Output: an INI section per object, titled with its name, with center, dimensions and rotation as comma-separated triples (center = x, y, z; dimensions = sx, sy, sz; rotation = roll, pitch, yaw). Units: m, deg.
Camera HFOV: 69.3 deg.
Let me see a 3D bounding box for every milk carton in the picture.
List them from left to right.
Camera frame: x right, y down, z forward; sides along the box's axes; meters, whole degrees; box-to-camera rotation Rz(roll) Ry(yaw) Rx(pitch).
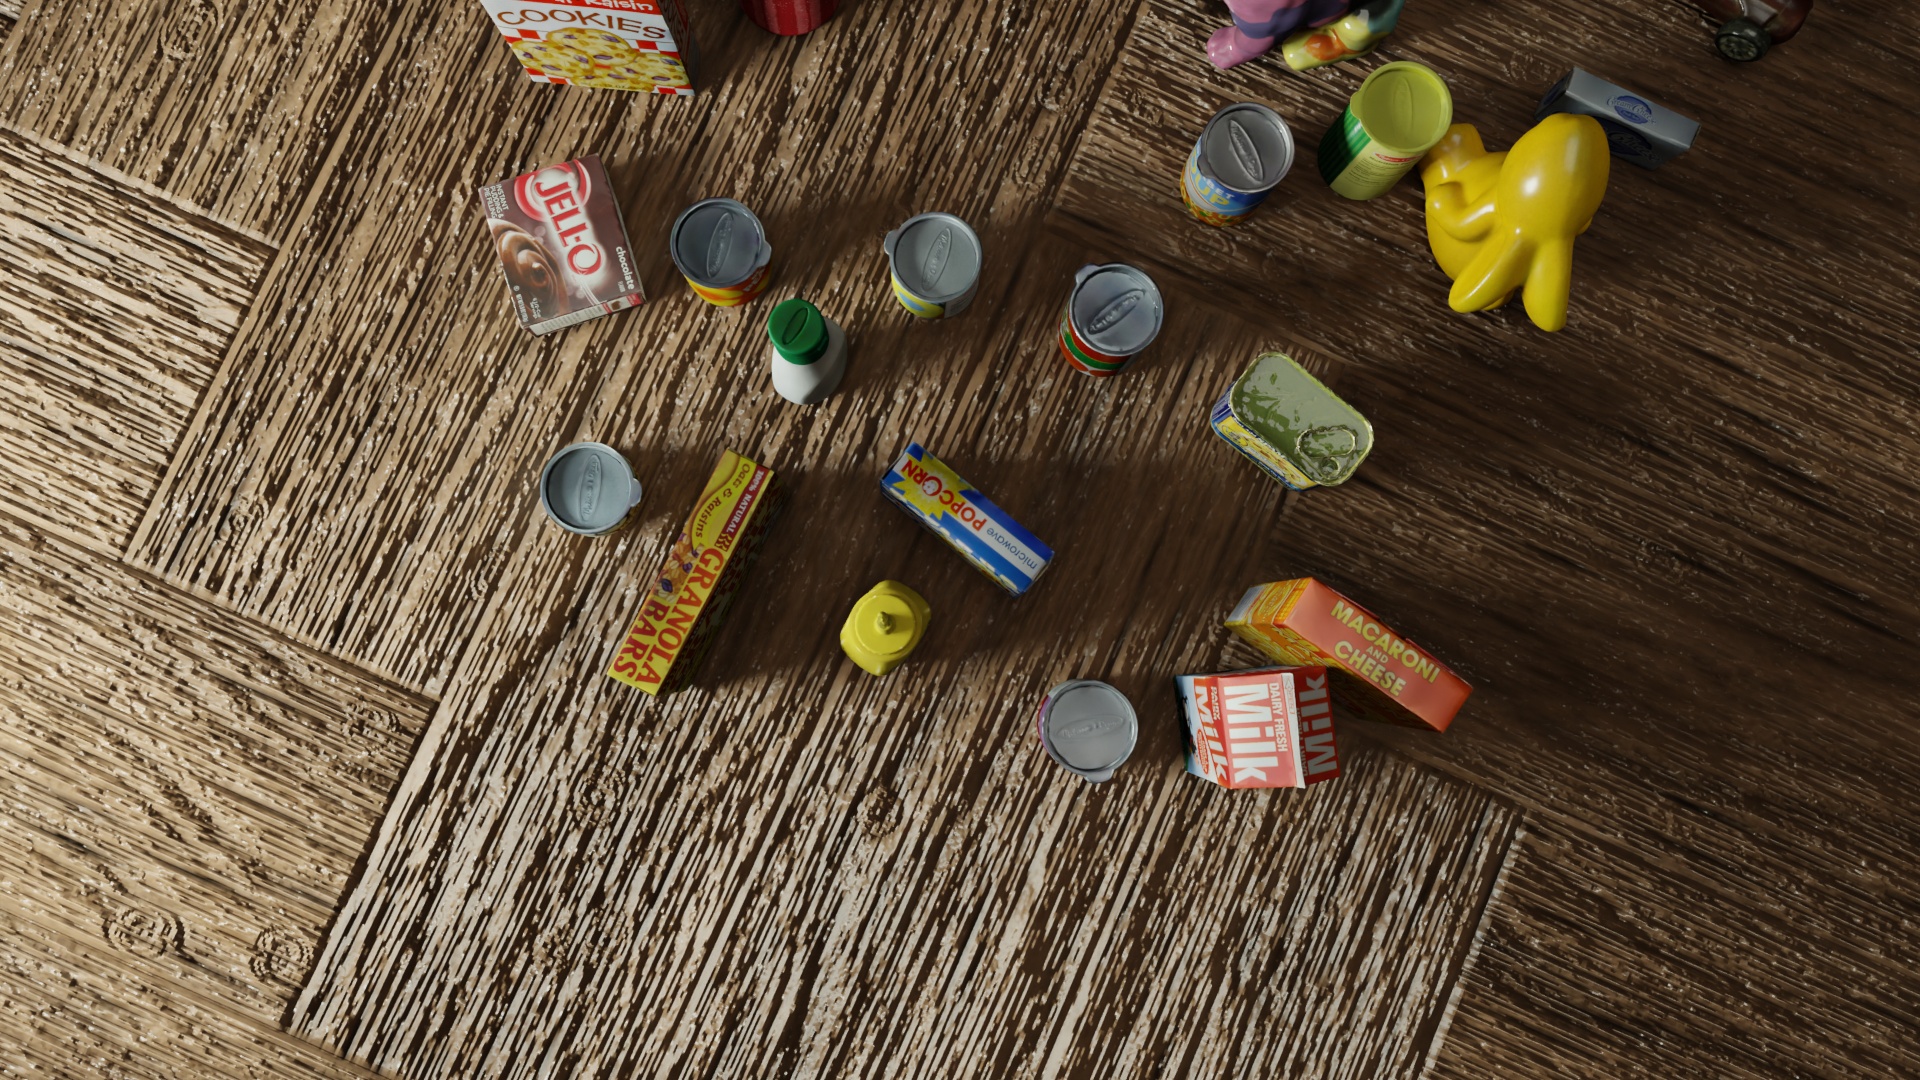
[milk carton]
center = 0.198, 0.121, 0.922
dimensions = 0.073, 0.190, 0.072
rotation = -6, 86, -3

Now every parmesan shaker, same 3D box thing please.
[parmesan shaker]
center = 0.302, -0.295, 1.006
dimensions = 0.071, 0.103, 0.071
rotation = 0, 86, -2

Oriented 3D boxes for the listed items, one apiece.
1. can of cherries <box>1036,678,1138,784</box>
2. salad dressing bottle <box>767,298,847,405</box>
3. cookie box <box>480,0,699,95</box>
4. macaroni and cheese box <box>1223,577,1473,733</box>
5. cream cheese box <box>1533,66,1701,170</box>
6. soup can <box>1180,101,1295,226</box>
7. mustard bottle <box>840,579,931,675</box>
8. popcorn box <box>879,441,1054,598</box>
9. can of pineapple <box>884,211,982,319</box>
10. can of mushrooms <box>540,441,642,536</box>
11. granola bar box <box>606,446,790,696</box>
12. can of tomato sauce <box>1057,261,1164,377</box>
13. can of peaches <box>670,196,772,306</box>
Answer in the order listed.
[can of cherries]
center = 0.088, 0.134, 0.983
dimensions = 0.071, 0.058, 0.071
rotation = 0, 85, -2
[salad dressing bottle]
center = -0.106, -0.131, 0.953
dimensions = 0.044, 0.147, 0.064
rotation = 31, 85, 0
[cookie box]
center = -0.254, -0.363, 0.958
dimensions = 0.123, 0.167, 0.040
rotation = 5, 86, -2
[macaroni and cheese box]
center = 0.256, 0.075, 0.940
dimensions = 0.124, 0.166, 0.040
rotation = 35, 85, 1
[cream cheese box]
center = 0.490, -0.314, 1.040
dimensions = 0.104, 0.053, 0.024
rotation = 24, 85, 0
[soup can]
center = 0.197, -0.270, 1.009
dimensions = 0.071, 0.083, 0.071
rotation = 0, 85, -2
[mustard bottle]
center = -0.050, 0.059, 0.933
dimensions = 0.049, 0.160, 0.065
rotation = 37, 85, 1
[popcorn box]
center = 0.003, -0.012, 0.979
dimensions = 0.127, 0.085, 0.038
rotation = 38, 85, 1
[can of pineapple]
center = -0.019, -0.200, 1.008
dimensions = 0.071, 0.058, 0.071
rotation = 0, 85, -2
[can of mushrooms]
center = -0.261, -0.035, 0.996
dimensions = 0.071, 0.033, 0.071
rotation = 0, 85, -2
[granola bar box]
center = -0.173, 0.025, 0.949
dimensions = 0.039, 0.124, 0.165
rotation = 27, 85, 0
[can of tomato sauce]
center = 0.104, -0.158, 0.996
dimensions = 0.071, 0.083, 0.071
rotation = 0, 85, -2
[can of peaches]
center = -0.169, -0.206, 1.002
dimensions = 0.071, 0.058, 0.071
rotation = 0, 85, -2
